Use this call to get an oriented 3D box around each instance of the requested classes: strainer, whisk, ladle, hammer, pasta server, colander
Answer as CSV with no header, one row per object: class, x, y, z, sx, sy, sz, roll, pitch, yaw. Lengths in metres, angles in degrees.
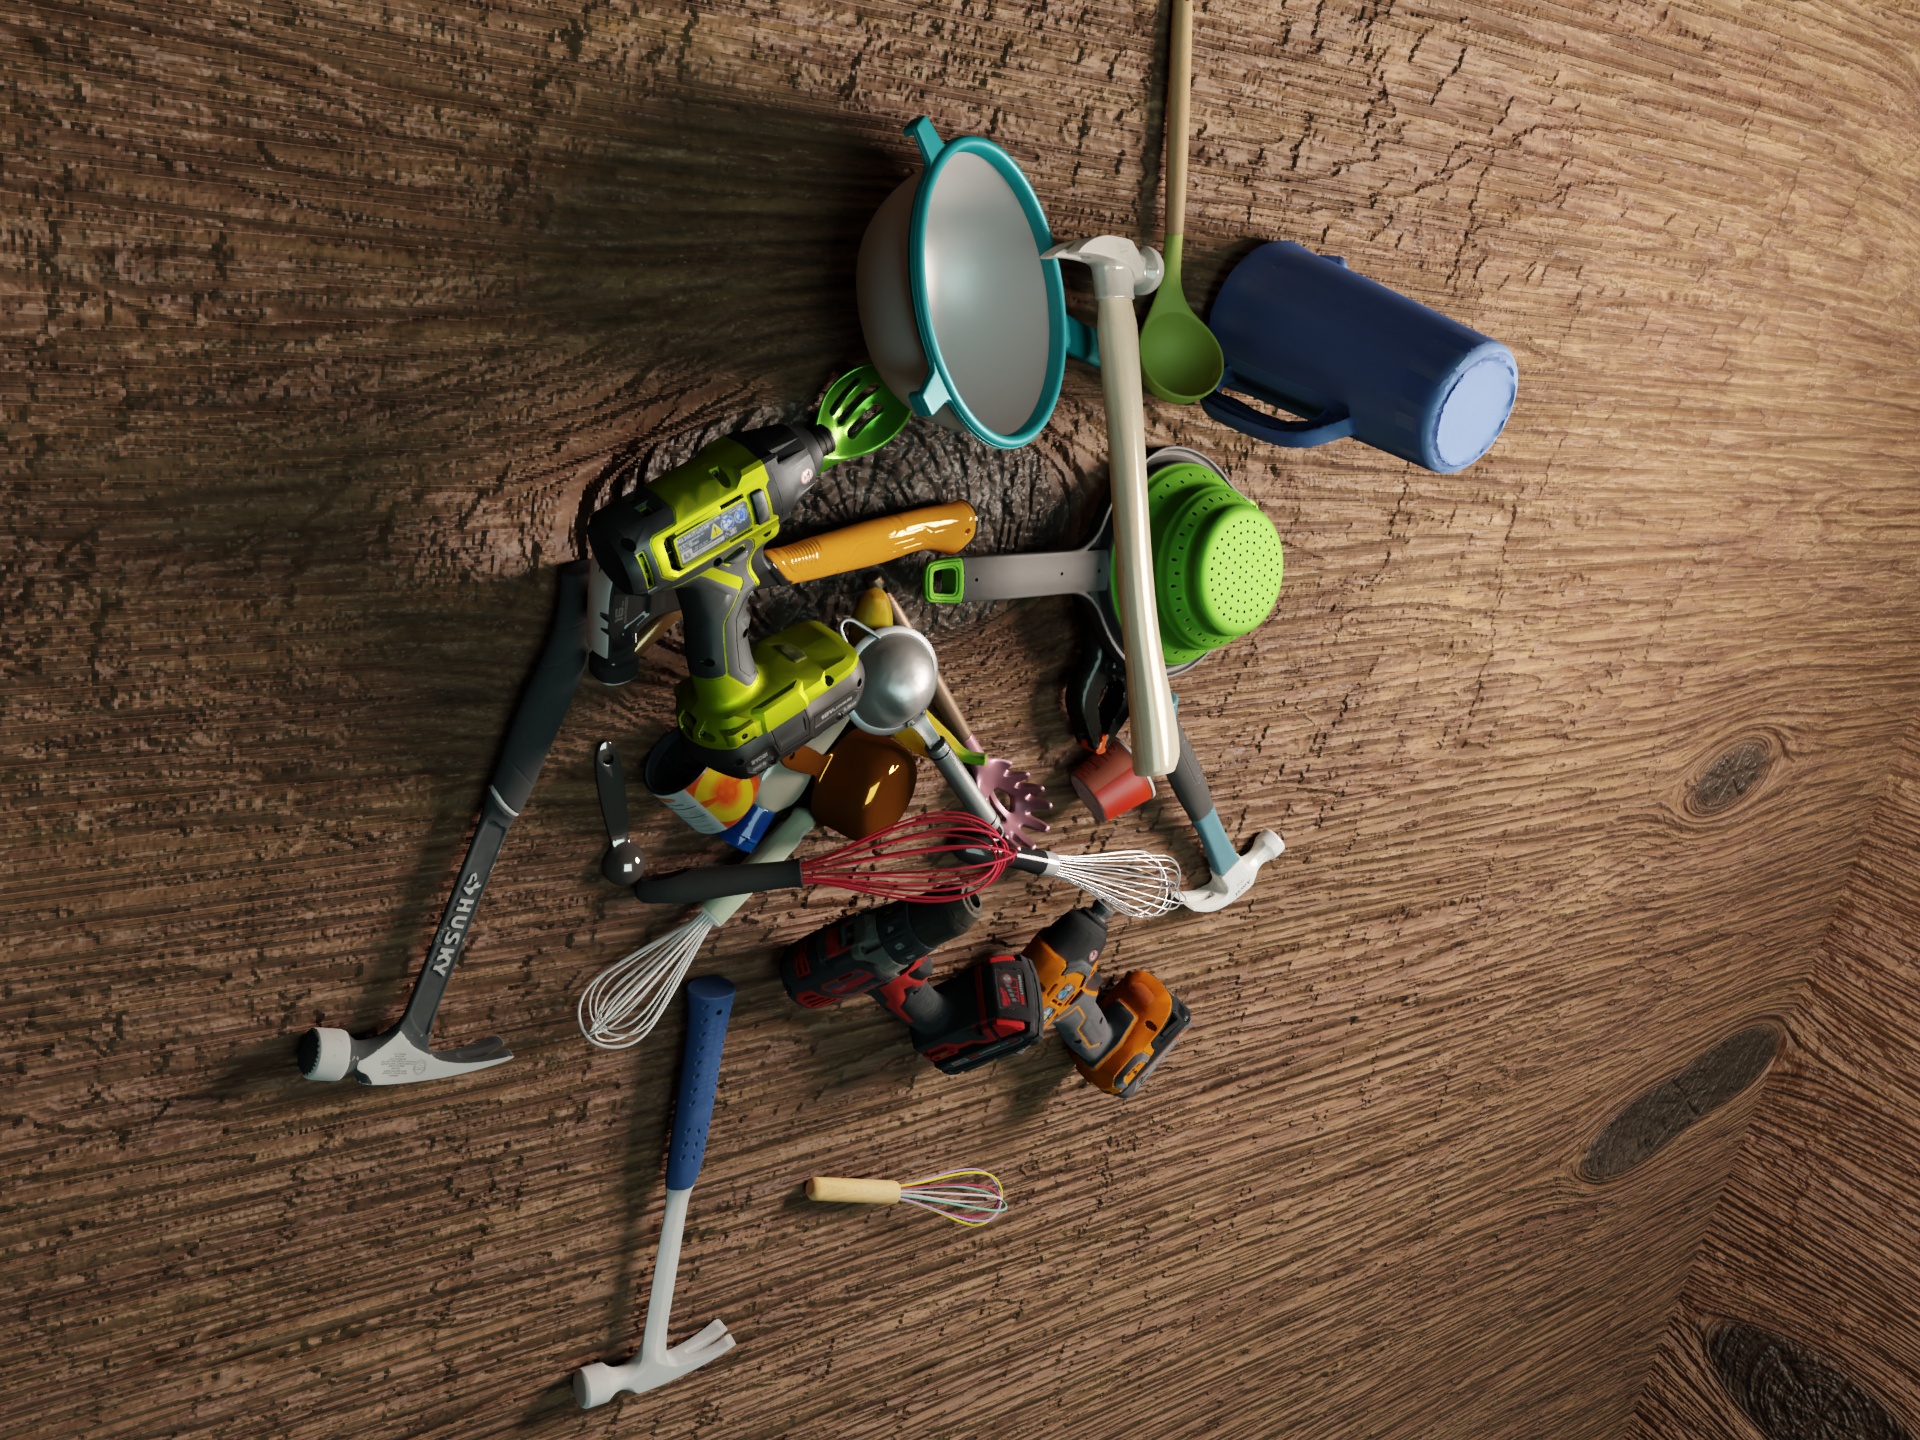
strainer,0.019,-0.292,1.172,0.340,0.095,0.211,0,88,-61
strainer,-0.019,0.016,1.248,0.087,0.050,0.258,-45,131,-14
whisk,0.105,0.138,1.477,0.284,0.070,0.070,15,103,-37
ladle,0.176,-0.410,1.252,0.078,0.062,0.320,-12,117,-22
hammer,-0.324,0.076,1.121,0.149,0.036,0.409,17,101,-43
whisk,-0.047,0.460,1.533,0.244,0.051,0.047,17,107,-39
hammer,0.230,0.078,1.541,0.128,0.033,0.330,-44,138,-11
hammer,-0.236,0.403,1.357,0.144,0.035,0.405,-3,114,-37
hammer,-0.116,-0.122,1.153,0.337,0.034,0.127,-19,134,-38
whisk,-0.204,0.159,1.254,0.246,0.059,0.057,-46,176,-15
hammer,0.126,-0.159,1.218,0.146,0.038,0.410,-18,104,-57
pasta server,-0.002,-0.004,1.332,0.060,0.040,0.315,-52,134,-25
whisk,-0.103,0.115,1.227,0.296,0.073,0.073,-6,120,-2
colander,0.146,-0.122,1.314,0.397,0.094,0.204,-8,104,-39

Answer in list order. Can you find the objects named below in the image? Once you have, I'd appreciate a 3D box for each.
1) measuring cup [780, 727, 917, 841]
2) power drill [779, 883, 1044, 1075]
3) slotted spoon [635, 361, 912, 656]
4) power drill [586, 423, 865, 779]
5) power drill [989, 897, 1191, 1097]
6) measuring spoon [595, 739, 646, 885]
measuring cup,-0.086,0.047,1.234,0.095,0.052,0.173,-62,160,-1
power drill,-0.017,0.214,1.354,0.188,0.080,0.226,-27,139,25
slotted spoon,-0.150,-0.144,1.151,0.314,0.031,0.070,-47,135,-7
power drill,-0.140,-0.083,1.065,0.171,0.080,0.223,-34,140,-23
power drill,0.130,0.265,1.530,0.164,0.084,0.226,-50,136,2
measuring spoon,-0.254,0.072,1.184,0.034,0.018,0.124,-20,122,-29
